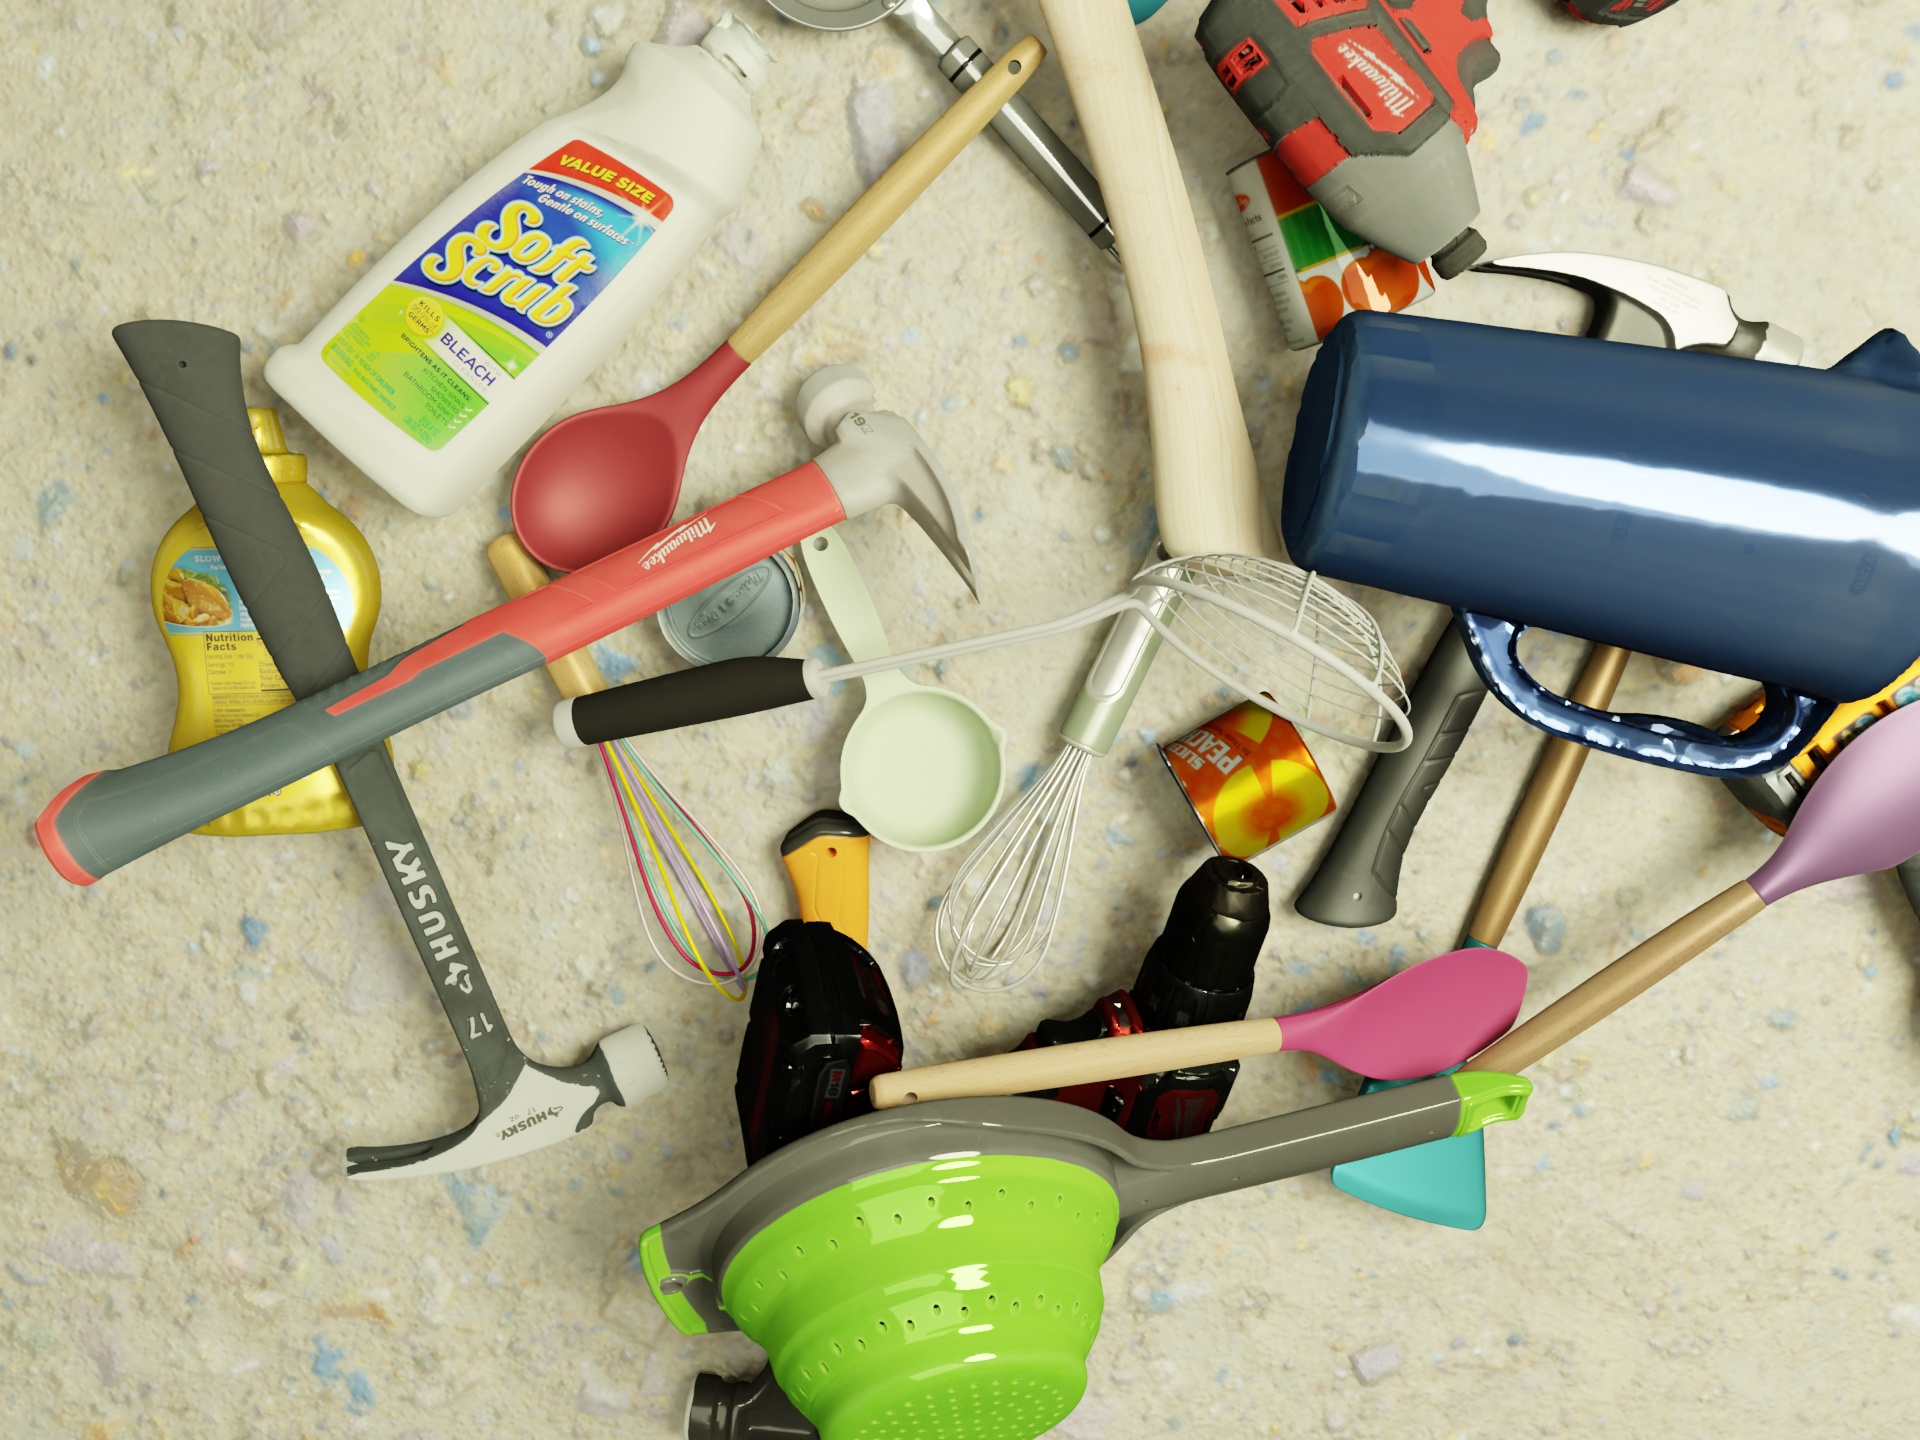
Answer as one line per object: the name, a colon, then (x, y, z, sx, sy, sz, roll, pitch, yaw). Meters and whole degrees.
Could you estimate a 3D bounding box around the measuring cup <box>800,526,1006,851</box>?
measuring cup: (-0.036, -0.018, 0.747, 0.083, 0.038, 0.167, -24, 86, -3)

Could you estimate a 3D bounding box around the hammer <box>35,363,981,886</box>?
hammer: (-0.182, -0.023, 0.653, 0.386, 0.143, 0.038, -27, 142, -9)

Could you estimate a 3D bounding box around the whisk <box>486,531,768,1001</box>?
whisk: (-0.157, 0.023, 0.745, 0.051, 0.047, 0.245, -24, 96, 38)

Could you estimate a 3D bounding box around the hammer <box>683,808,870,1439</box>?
hammer: (-0.065, 0.210, 0.787, 0.127, 0.034, 0.337, 5, 101, 0)

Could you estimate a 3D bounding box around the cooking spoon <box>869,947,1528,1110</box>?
cooking spoon: (0.114, 0.139, 0.692, 0.318, 0.017, 0.068, -4, 116, -20)

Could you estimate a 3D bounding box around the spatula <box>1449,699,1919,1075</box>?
spatula: (0.331, 0.090, 0.710, 0.316, 0.018, 0.060, -39, 93, 13)

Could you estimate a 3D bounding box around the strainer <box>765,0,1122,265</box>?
strainer: (-0.007, -0.292, 0.690, 0.087, 0.050, 0.258, -43, 103, 10)

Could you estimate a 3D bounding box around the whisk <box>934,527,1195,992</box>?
whisk: (0.053, 0.018, 0.746, 0.058, 0.059, 0.246, 28, 96, 23)

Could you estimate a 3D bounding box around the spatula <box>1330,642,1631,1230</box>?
spatula: (0.265, 0.085, 0.757, 0.082, 0.044, 0.317, 19, 99, -7)

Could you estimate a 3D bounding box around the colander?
colander: (0.069, 0.233, 0.676, 0.397, 0.095, 0.204, -12, 138, -5)

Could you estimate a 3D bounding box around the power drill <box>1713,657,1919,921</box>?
power drill: (0.477, 0.046, 0.730, 0.164, 0.084, 0.226, -39, 94, 7)

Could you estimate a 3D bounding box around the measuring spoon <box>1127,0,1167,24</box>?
measuring spoon: (0.115, -0.327, 0.690, 0.128, 0.021, 0.042, -2, 101, 2)

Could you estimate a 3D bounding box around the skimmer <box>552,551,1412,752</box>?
skimmer: (-0.001, -0.002, 0.673, 0.363, 0.127, 0.090, -10, 73, 11)

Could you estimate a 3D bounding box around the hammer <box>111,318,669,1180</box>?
hammer: (-0.270, 0.021, 0.707, 0.149, 0.036, 0.408, -24, 107, -17)

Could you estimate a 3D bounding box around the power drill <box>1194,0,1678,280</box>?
power drill: (0.210, -0.284, 0.633, 0.220, 0.078, 0.143, -43, 98, -14)

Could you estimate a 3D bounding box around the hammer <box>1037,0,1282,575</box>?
hammer: (0.071, -0.261, 0.657, 0.146, 0.038, 0.410, -22, 102, -17)

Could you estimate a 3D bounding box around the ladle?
ladle: (-0.081, -0.182, 0.702, 0.315, 0.031, 0.069, -42, 105, 13)

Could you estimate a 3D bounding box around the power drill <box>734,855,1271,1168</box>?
power drill: (0.025, 0.139, 0.711, 0.226, 0.080, 0.187, 4, 120, -19)

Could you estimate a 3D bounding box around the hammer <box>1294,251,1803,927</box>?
hammer: (0.241, -0.053, 0.735, 0.146, 0.035, 0.334, 24, 100, -5)
